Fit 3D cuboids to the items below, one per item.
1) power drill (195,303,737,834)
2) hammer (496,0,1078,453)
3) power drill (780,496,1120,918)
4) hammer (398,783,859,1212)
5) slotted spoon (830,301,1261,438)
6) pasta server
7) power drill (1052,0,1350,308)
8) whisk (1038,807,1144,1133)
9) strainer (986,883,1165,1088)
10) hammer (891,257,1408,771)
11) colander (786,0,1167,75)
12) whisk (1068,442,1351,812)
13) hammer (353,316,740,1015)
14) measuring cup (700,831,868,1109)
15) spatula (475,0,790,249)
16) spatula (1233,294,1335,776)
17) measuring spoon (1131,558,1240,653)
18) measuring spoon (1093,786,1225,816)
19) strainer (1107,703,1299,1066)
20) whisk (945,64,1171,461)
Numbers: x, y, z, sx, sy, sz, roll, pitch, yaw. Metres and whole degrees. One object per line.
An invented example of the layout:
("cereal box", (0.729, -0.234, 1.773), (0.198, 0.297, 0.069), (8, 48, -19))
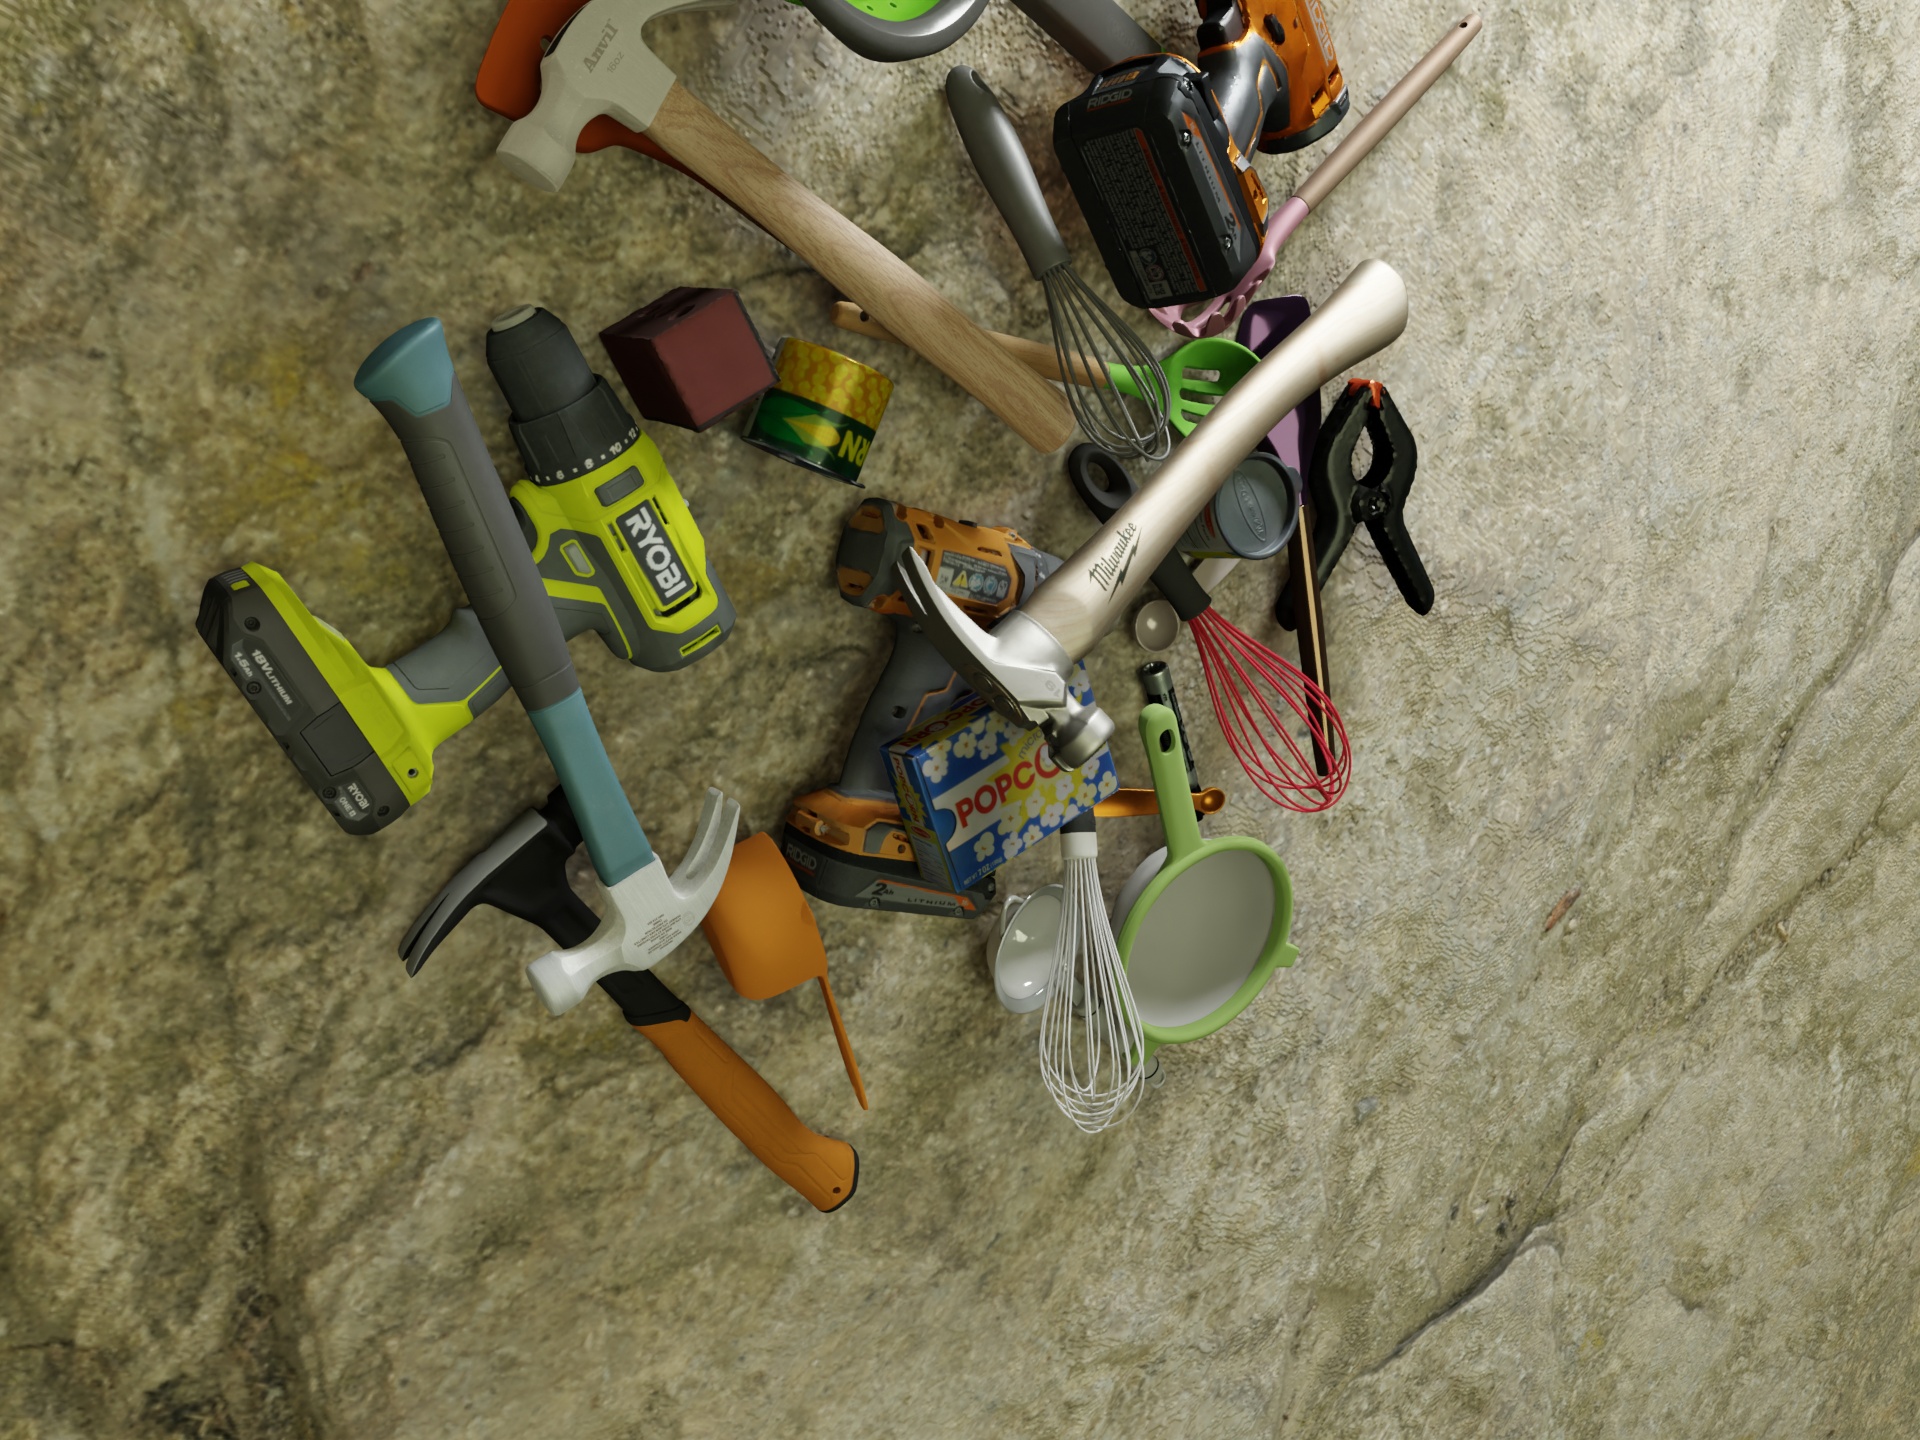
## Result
("power drill", (-0.239, -0.071, 0.767), (0.228, 0.080, 0.190), (-36, 122, -20))
("hammer", (-0.059, -0.237, 0.799), (0.331, 0.031, 0.130), (31, 83, -34))
("power drill", (-0.001, -0.003, 0.932), (0.185, 0.084, 0.226), (10, 95, -35))
("hammer", (-0.167, 0.189, 0.917), (0.127, 0.034, 0.336), (-44, 123, -13))
("slotted spoon", (0.062, -0.207, 0.919), (0.313, 0.031, 0.070), (3, 90, -35))
("pasta server", (0.226, -0.341, 0.983), (0.316, 0.060, 0.040), (-47, 152, -13))
("power drill", (0.134, -0.349, 0.859), (0.164, 0.084, 0.227), (58, 48, -35))
("whisk", (0.076, 0.110, 0.984), (0.070, 0.070, 0.285), (2, 82, -31))
("strainer", (0.077, 0.184, 1.060), (0.087, 0.050, 0.258), (-56, 131, -19))
("hammer", (0.135, -0.156, 0.924), (0.146, 0.038, 0.411), (45, 63, -4))
("colander", (-0.022, -0.392, 0.795), (0.396, 0.094, 0.204), (15, 82, -52))
("whisk", (0.159, -0.055, 1.001), (0.073, 0.073, 0.295), (-43, 108, -13))
("hammer", (-0.197, -0.022, 0.743), (0.128, 0.033, 0.330), (-31, 121, -25))
("measuring cup", (-0.102, 0.151, 0.897), (0.052, 0.095, 0.173), (-22, 99, -17))
("spatula", (-0.096, -0.259, 0.813), (0.322, 0.041, 0.081), (27, 88, -35))
("spatula", (0.220, -0.115, 1.040), (0.059, 0.018, 0.315), (-13, 103, -12))
("measuring spoon", (0.152, -0.090, 1.035), (0.124, 0.018, 0.034), (-45, 114, -19))
("measuring spoon", (0.119, 0.052, 1.048), (0.117, 0.011, 0.021), (0, 115, -15))
("strainer", (0.134, 0.092, 1.039), (0.151, 0.069, 0.256), (-29, 122, -21))
("whisk", (0.052, -0.246, 0.860), (0.055, 0.055, 0.239), (-27, 91, -21))
